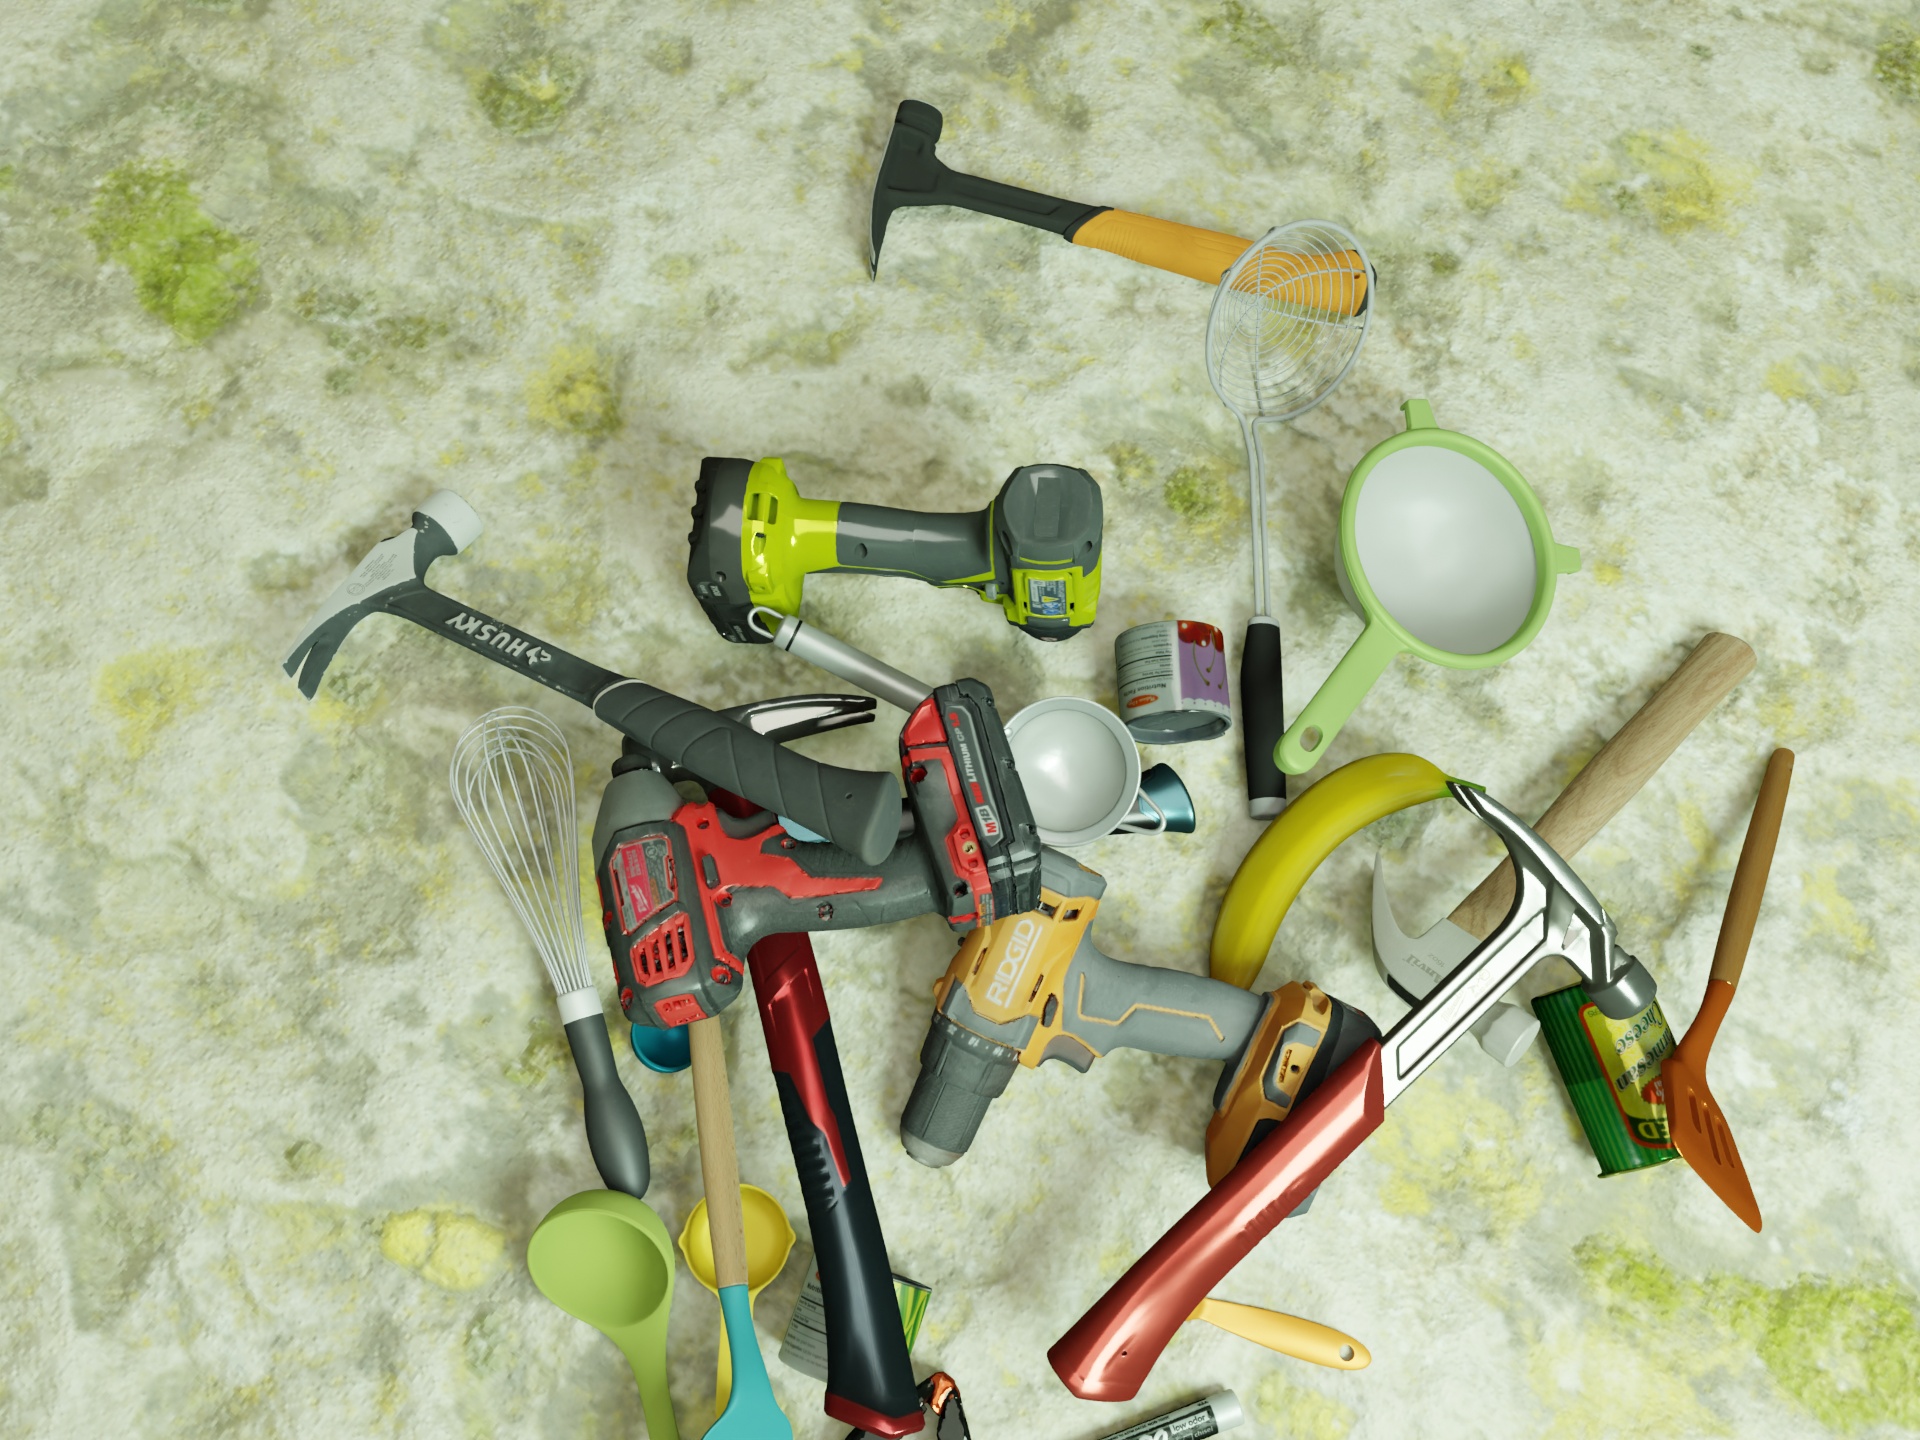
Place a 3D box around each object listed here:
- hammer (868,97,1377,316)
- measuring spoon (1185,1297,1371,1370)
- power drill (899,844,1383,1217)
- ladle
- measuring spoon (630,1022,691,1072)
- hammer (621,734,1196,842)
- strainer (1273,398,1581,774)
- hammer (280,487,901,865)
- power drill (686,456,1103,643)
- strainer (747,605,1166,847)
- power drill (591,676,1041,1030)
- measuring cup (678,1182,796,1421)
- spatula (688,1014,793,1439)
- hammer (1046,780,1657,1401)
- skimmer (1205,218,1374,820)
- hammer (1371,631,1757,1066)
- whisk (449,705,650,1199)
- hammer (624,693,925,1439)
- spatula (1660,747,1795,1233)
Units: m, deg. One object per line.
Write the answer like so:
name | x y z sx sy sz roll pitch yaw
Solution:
hammer | 0.107 -0.315 1.050 0.337 0.034 0.127 13 72 -1
measuring spoon | 0.170 0.333 0.870 0.117 0.011 0.021 17 73 1
power drill | 0.089 0.189 0.866 0.226 0.084 0.185 25 91 3
ladle | -0.146 0.392 0.790 0.078 0.062 0.320 -25 71 17
measuring spoon | -0.180 0.140 0.900 0.042 0.021 0.129 -4 62 -35
hammer | -0.028 0.058 0.926 0.331 0.033 0.128 -4 73 -6
strainer | 0.253 -0.060 0.959 0.151 0.069 0.256 42 70 -6
hammer | -0.195 -0.015 0.831 0.409 0.036 0.149 23 60 31
power drill | -0.031 -0.089 0.910 0.223 0.171 0.080 3 73 5
strainer | -0.001 -0.003 0.891 0.258 0.050 0.087 27 99 -7
power drill | -0.078 0.061 0.812 0.219 0.078 0.143 -16 64 -5
measuring cup | -0.118 0.326 0.842 0.062 0.029 0.157 -1 76 -5
spatula | -0.128 0.267 0.820 0.082 0.044 0.318 13 57 -42
hammer | 0.177 0.200 0.800 0.359 0.037 0.149 -43 96 -2
skimmer | 0.204 -0.124 0.970 0.127 0.090 0.363 12 72 -35
hammer | 0.366 0.053 0.944 0.331 0.031 0.130 -40 54 -21
whisk | -0.219 0.126 0.880 0.070 0.070 0.285 -17 81 -10
hammer | -0.068 0.167 0.832 0.143 0.038 0.387 -13 68 -10
spatula | 0.444 0.131 0.898 0.081 0.041 0.323 44 56 -16
